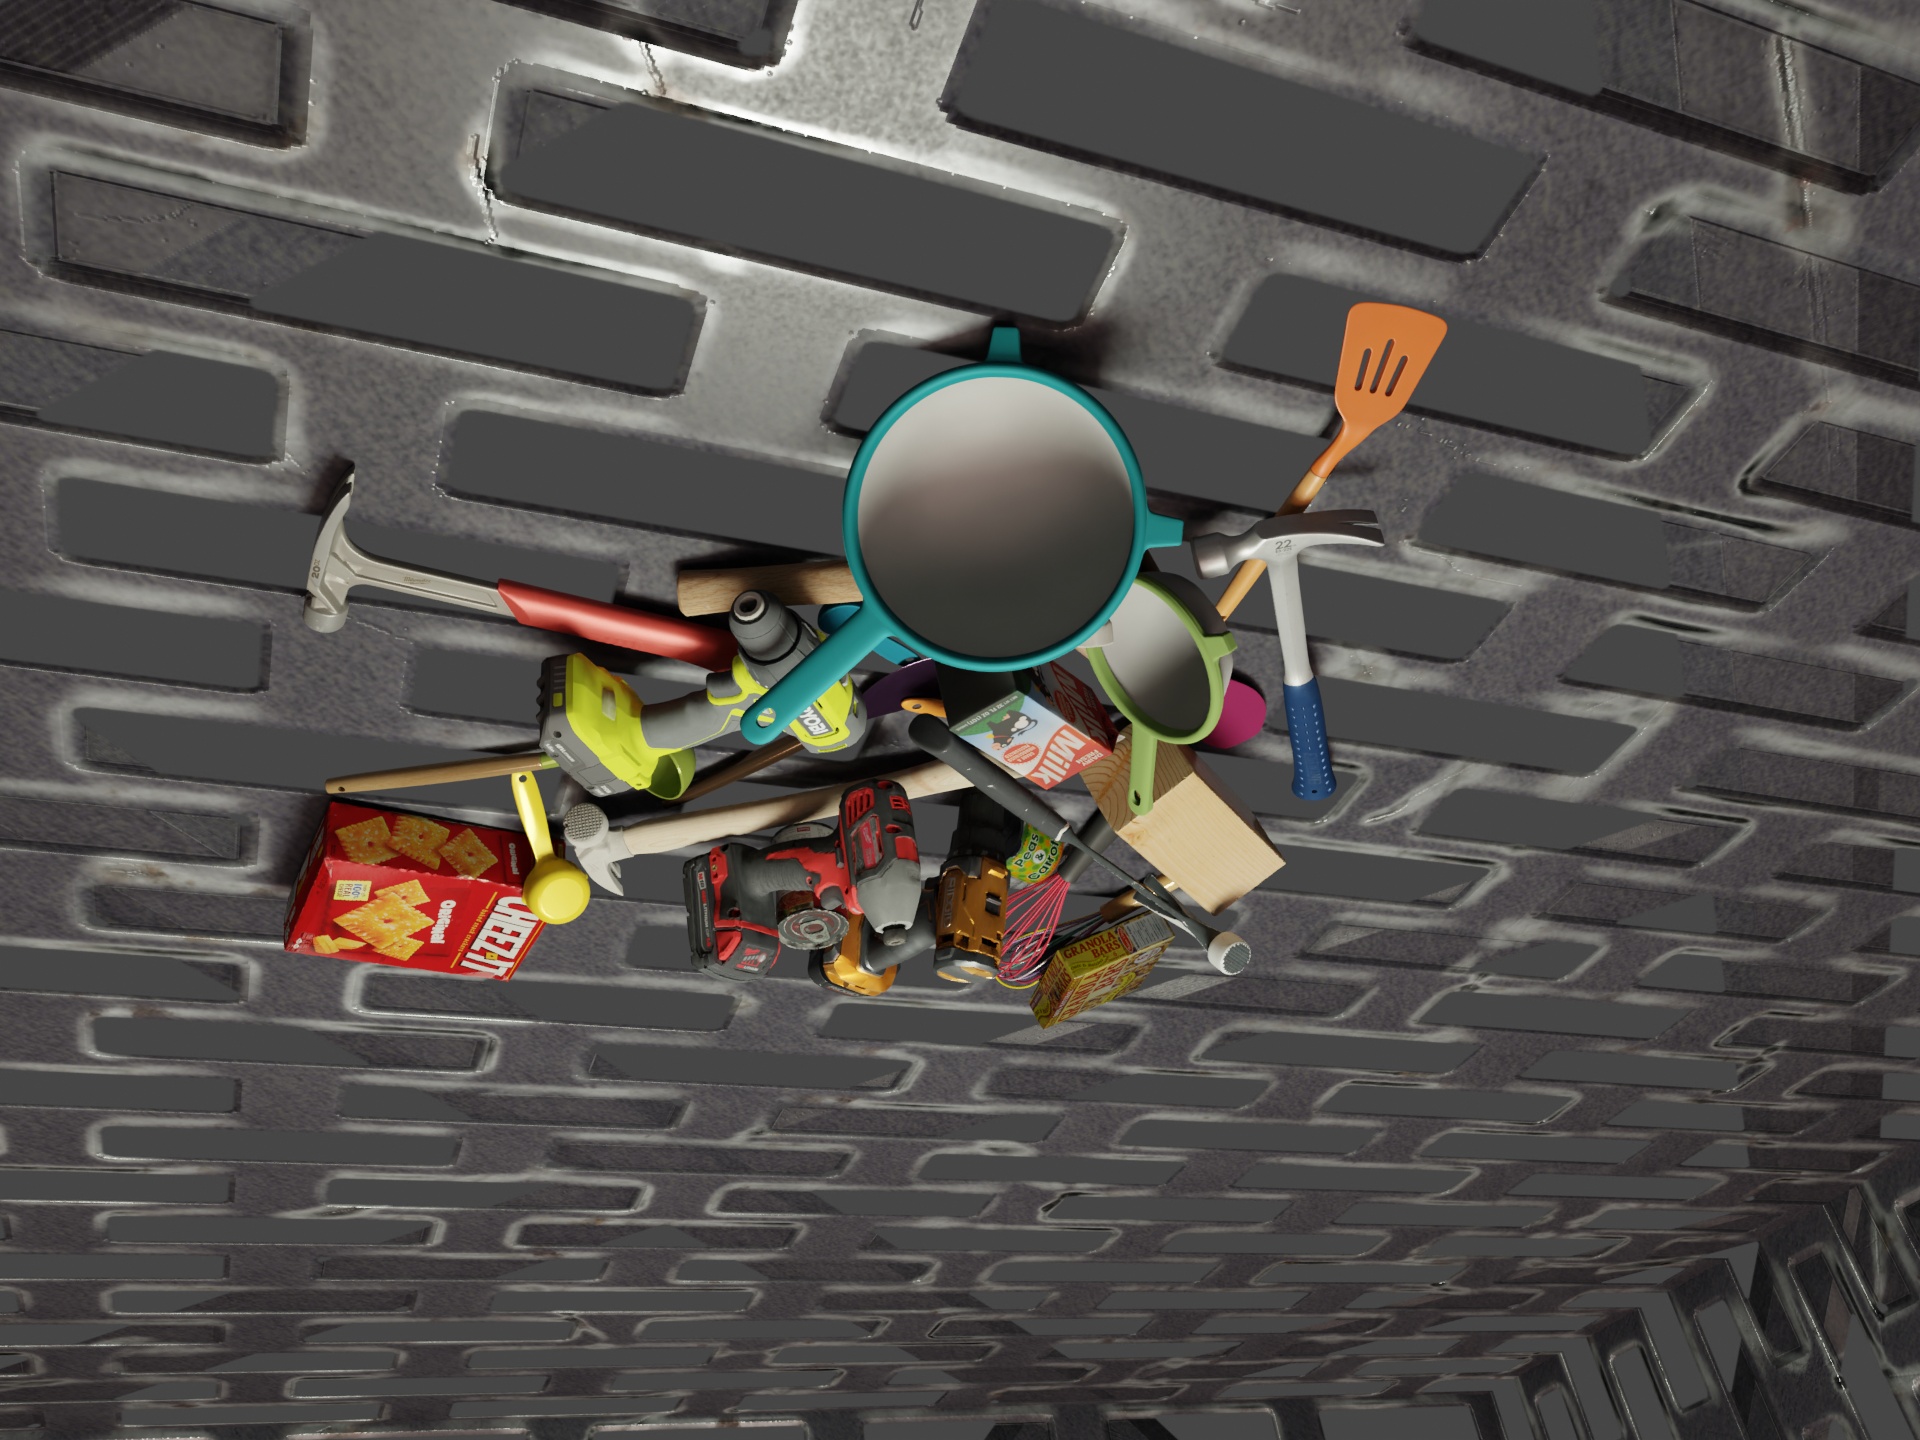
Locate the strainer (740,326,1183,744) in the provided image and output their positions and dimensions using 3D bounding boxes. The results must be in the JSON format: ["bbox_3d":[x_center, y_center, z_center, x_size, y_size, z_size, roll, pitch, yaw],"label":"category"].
[{"bbox_3d":[-0.019,-0.100,1.137,0.340,0.211,0.095,-41,177,10],"label":"strainer"}]

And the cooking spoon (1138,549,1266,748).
[{"bbox_3d":[0.196,-0.065,1.363,0.069,0.017,0.318,-27,139,10],"label":"cooking spoon"}]

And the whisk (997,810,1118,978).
[{"bbox_3d":[0.097,0.167,1.603,0.073,0.073,0.295,15,129,-28],"label":"whisk"}]

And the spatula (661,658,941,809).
[{"bbox_3d":[-0.131,0.012,1.390,0.316,0.018,0.059,-25,147,17],"label":"spatula"}]

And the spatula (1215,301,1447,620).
[{"bbox_3d":[0.264,-0.183,1.229,0.081,0.041,0.322,5,143,-19],"label":"spatula"}]

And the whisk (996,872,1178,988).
[{"bbox_3d":[0.137,0.219,1.685,0.245,0.047,0.051,-32,154,20],"label":"whisk"}]

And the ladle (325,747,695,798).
[{"bbox_3d":[-0.384,0.045,1.352,0.320,0.062,0.078,-7,127,1],"label":"ladle"}]

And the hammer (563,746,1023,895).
[{"bbox_3d":[-0.141,0.081,1.448,0.410,0.038,0.146,-12,154,-3],"label":"hammer"}]

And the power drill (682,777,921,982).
[{"bbox_3d":[-0.132,0.150,1.389,0.219,0.143,0.078,-23,153,25],"label":"power drill"}]

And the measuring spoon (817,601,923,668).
[{"bbox_3d":[-0.071,-0.073,1.305,0.042,0.021,0.128,-26,148,24],"label":"measuring spoon"}]

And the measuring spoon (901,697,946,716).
[{"bbox_3d":[-0.002,-0.004,1.391,0.116,0.011,0.021,10,141,-35],"label":"measuring spoon"}]

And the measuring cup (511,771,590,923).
[{"bbox_3d":[-0.367,0.110,1.403,0.062,0.029,0.156,-20,116,-23],"label":"measuring cup"}]

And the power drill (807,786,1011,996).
[{"bbox_3d":[-0.041,0.165,1.508,0.084,0.185,0.226,26,149,-36],"label":"power drill"}]

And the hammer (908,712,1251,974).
[{"bbox_3d":[0.101,0.105,1.440,0.408,0.149,0.036,37,90,-34],"label":"hammer"}]

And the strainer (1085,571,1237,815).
[{"bbox_3d":[0.171,-0.024,1.297,0.069,0.152,0.256,-32,142,-27],"label":"strainer"}]

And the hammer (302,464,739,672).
[{"bbox_3d":[-0.305,-0.089,1.216,0.358,0.037,0.149,13,137,-24],"label":"hammer"}]

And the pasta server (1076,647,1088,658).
[{"bbox_3d":[0.101,-0.058,1.335,0.040,0.060,0.316,-38,138,20],"label":"pasta server"}]

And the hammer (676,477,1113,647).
[{"bbox_3d":[-0.052,-0.111,1.207,0.331,0.031,0.130,-3,101,6],"label":"hammer"}]

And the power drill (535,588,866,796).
[{"bbox_3d":[-0.203,-0.023,1.219,0.228,0.080,0.190,-13,151,10],"label":"power drill"}]

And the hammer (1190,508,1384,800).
[{"bbox_3d":[0.297,-0.043,1.373,0.144,0.035,0.405,-13,146,9],"label":"hammer"}]
